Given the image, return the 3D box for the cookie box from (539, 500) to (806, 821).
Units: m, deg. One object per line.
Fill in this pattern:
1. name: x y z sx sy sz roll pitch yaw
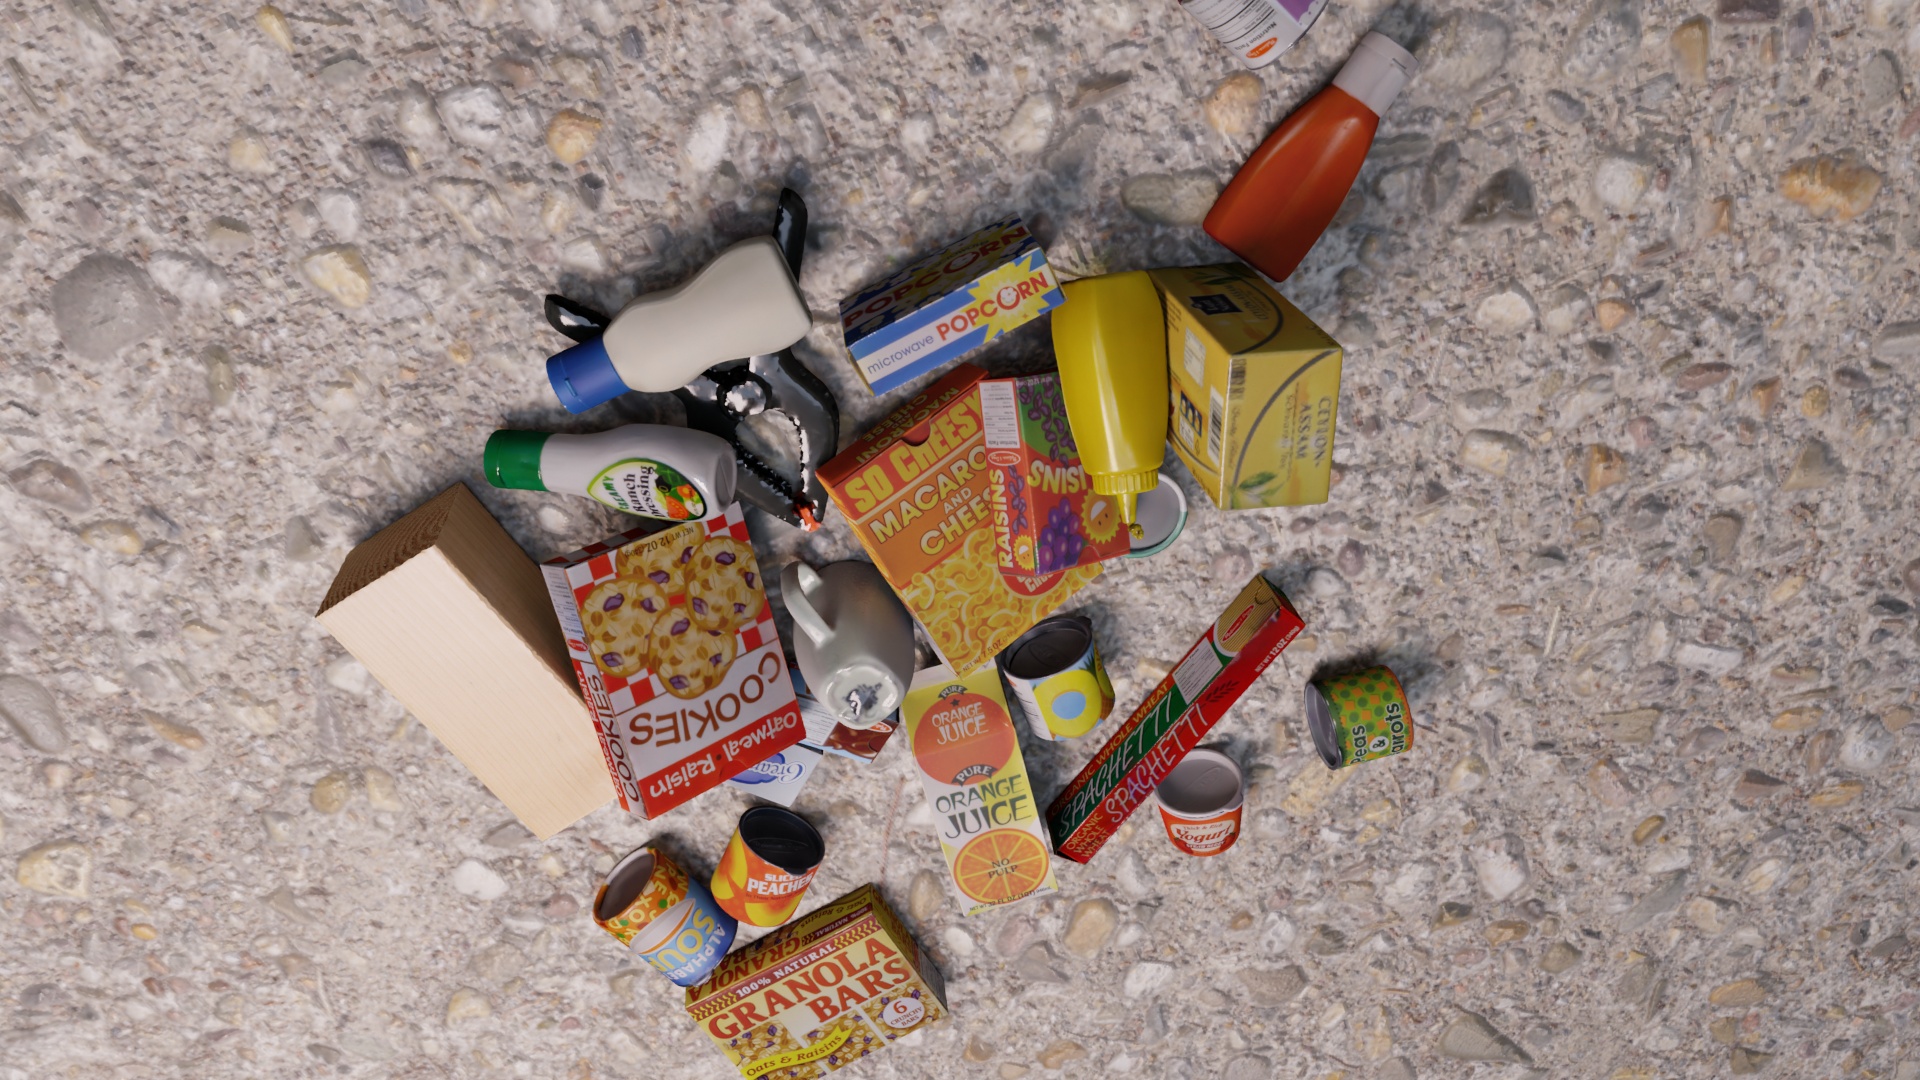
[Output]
1. cookie box: -0.175 0.072 0.871 0.123 0.040 0.167 -25 108 -36

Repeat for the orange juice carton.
1. orange juice carton: 0.010 0.165 0.982 0.072 0.073 0.191 -16 117 0

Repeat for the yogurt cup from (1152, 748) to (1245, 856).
1. yogurt cup: 0.178 0.197 1.031 0.072 0.073 0.053 -14 126 -2

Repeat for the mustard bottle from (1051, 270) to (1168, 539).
1. mustard bottle: 0.093 -0.079 0.831 0.065 0.049 0.160 -12 99 -36

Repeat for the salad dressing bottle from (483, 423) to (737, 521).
1. salad dressing bottle: -0.212 -0.044 0.839 0.148 0.044 0.064 5 140 10

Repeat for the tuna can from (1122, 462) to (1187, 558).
1. tuna can: 0.114 -0.022 0.927 0.071 0.033 0.070 -4 116 -7

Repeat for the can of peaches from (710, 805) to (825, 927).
1. can of peaches: -0.138 0.235 0.995 0.071 0.071 0.057 20 113 -18

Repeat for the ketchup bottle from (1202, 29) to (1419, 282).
1. ketchup bottle: 0.213 -0.231 0.832 0.064 0.044 0.148 28 109 -23

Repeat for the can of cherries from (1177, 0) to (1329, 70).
1. can of cherries: 0.164 -0.309 0.775 0.058 0.072 0.071 34 107 -21

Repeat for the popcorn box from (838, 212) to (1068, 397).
1. popcorn box: -0.008 -0.140 0.819 0.126 0.085 0.038 -26 116 5

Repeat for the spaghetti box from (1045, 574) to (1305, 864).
1. spaghetti box: 0.149 0.132 1.000 0.028 0.050 0.249 32 108 -21

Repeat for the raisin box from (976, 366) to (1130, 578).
1. raisin box: 0.060 -0.045 0.863 0.086 0.040 0.123 -14 102 -40

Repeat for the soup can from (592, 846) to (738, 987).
1. soup can: -0.212 0.273 1.002 0.071 0.071 0.083 -38 116 11

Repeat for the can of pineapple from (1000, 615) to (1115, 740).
1. can of pineapple: 0.070 0.095 0.960 0.071 0.071 0.057 -22 118 3

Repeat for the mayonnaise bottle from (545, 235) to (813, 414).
1. mayonnaise bottle: -0.162 -0.118 0.793 0.148 0.041 0.064 -23 111 4

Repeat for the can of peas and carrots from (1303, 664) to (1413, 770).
1. can of peas and carrots: 0.290 0.130 1.009 0.059 0.071 0.070 -14 118 -2

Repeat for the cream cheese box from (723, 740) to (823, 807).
1. cream cheese box: -0.154 0.146 0.974 0.104 0.024 0.053 24 112 -19

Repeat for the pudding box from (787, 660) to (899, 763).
1. pudding box: -0.090 0.120 0.962 0.084 0.030 0.049 20 127 -17

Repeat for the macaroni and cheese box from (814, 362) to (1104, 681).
1. macaroni and cheese box: 0.003 -0.011 0.893 0.124 0.040 0.166 -38 118 -10

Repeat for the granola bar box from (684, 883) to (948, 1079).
1. granola bar box: -0.110 0.353 1.076 0.165 0.039 0.124 -28 117 5
